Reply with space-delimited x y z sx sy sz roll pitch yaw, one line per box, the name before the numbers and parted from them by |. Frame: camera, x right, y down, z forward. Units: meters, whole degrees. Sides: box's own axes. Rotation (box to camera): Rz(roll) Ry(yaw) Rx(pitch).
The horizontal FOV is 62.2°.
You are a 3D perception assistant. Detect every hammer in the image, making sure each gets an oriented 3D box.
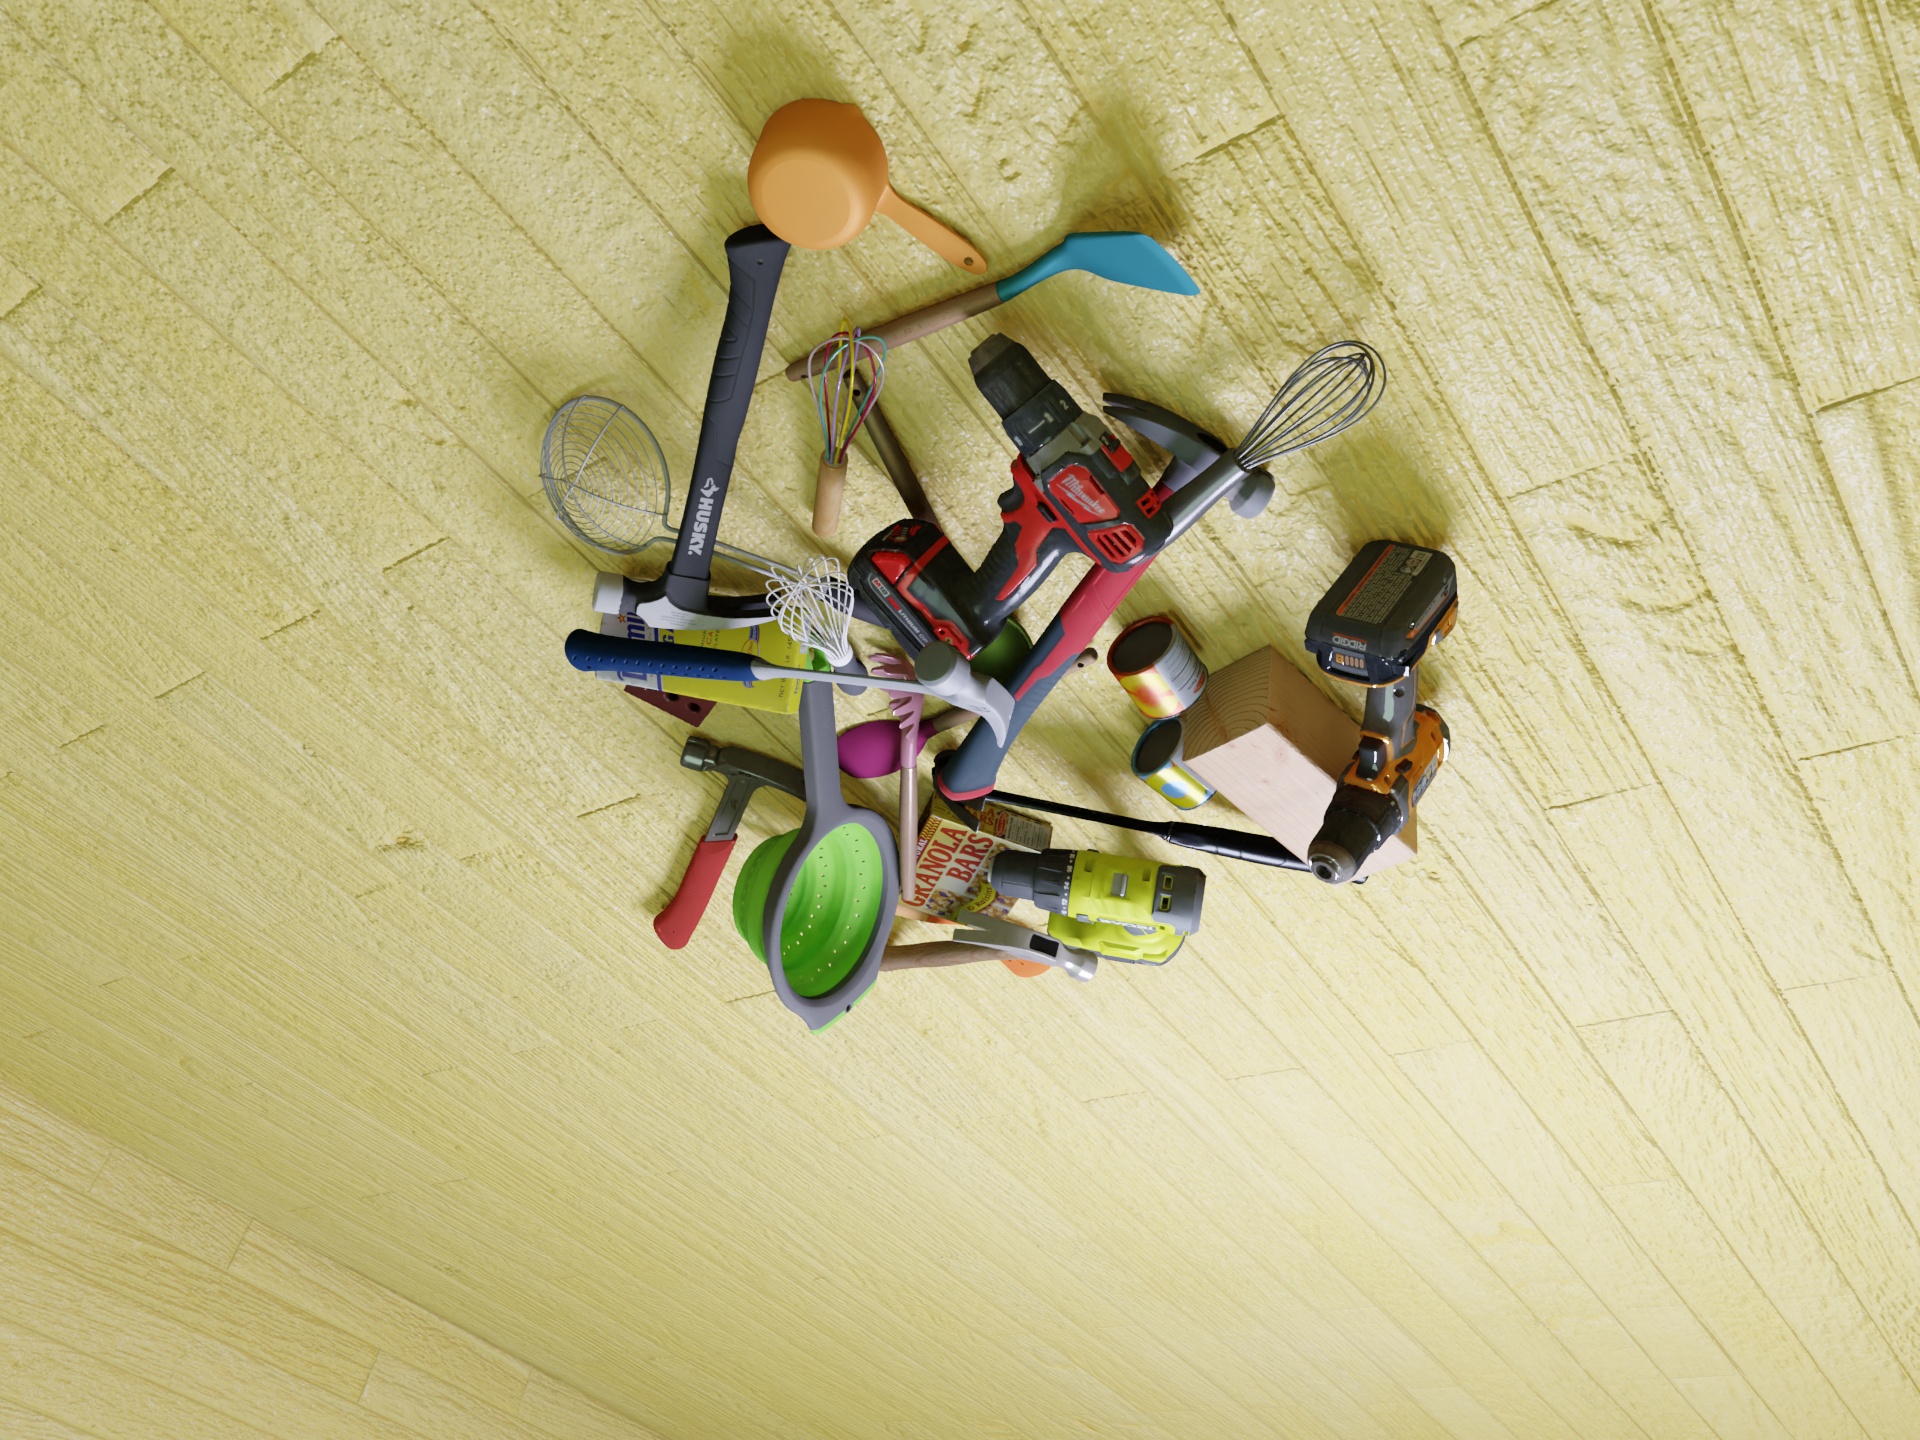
hammer | 0.074 -0.078 1.251 0.143 0.038 0.386 27 125 -14
hammer | 0.176 0.098 1.446 0.409 0.149 0.036 12 102 -7
hammer | -0.007 0.236 1.625 0.130 0.031 0.331 26 158 -25
hammer | -0.253 0.146 1.668 0.149 0.037 0.359 21 139 -8
hammer | -0.143 -0.036 1.238 0.406 0.035 0.144 7 165 31
hammer | -0.173 -0.206 1.176 0.146 0.035 0.334 9 126 -16

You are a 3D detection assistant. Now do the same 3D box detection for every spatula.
spatula | 0.006 -0.278 1.096 0.317 0.044 0.082 -13 159 31
spatula | -0.059 0.206 1.662 0.322 0.041 0.081 18 157 -16

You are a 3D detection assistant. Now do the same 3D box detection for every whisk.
whisk | -0.104 -0.066 1.299 0.070 0.070 0.284 7 166 7
whisk | 0.197 -0.178 1.112 0.055 0.055 0.239 34 128 -23
whisk | -0.091 -0.212 1.185 0.047 0.051 0.244 51 156 15

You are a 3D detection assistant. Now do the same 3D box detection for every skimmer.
skimmer | -0.168 -0.150 1.305 0.363 0.090 0.127 20 130 -24

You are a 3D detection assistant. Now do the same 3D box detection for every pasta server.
pasta server | -0.056 0.061 1.476 0.040 0.060 0.316 -14 135 -17

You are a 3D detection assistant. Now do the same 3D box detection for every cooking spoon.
cooking spoon | -0.002 -0.005 1.436 0.319 0.017 0.068 -25 127 38

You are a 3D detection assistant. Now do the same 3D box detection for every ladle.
ladle | -0.021 -0.138 1.259 0.078 0.062 0.319 -15 130 17

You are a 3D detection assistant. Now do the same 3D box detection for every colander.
colander | -0.154 0.099 1.488 0.094 0.204 0.396 13 119 30

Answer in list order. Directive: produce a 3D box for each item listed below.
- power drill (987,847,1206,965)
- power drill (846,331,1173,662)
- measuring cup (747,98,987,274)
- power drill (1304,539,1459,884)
power drill | 0.129 0.169 1.484 0.190 0.080 0.228 8 165 10
power drill | 0.020 -0.153 1.153 0.226 0.080 0.188 -33 101 37
measuring cup | -0.059 -0.331 1.045 0.173 0.052 0.095 30 137 -15
power drill | 0.315 0.001 1.216 0.084 0.185 0.226 18 138 33
